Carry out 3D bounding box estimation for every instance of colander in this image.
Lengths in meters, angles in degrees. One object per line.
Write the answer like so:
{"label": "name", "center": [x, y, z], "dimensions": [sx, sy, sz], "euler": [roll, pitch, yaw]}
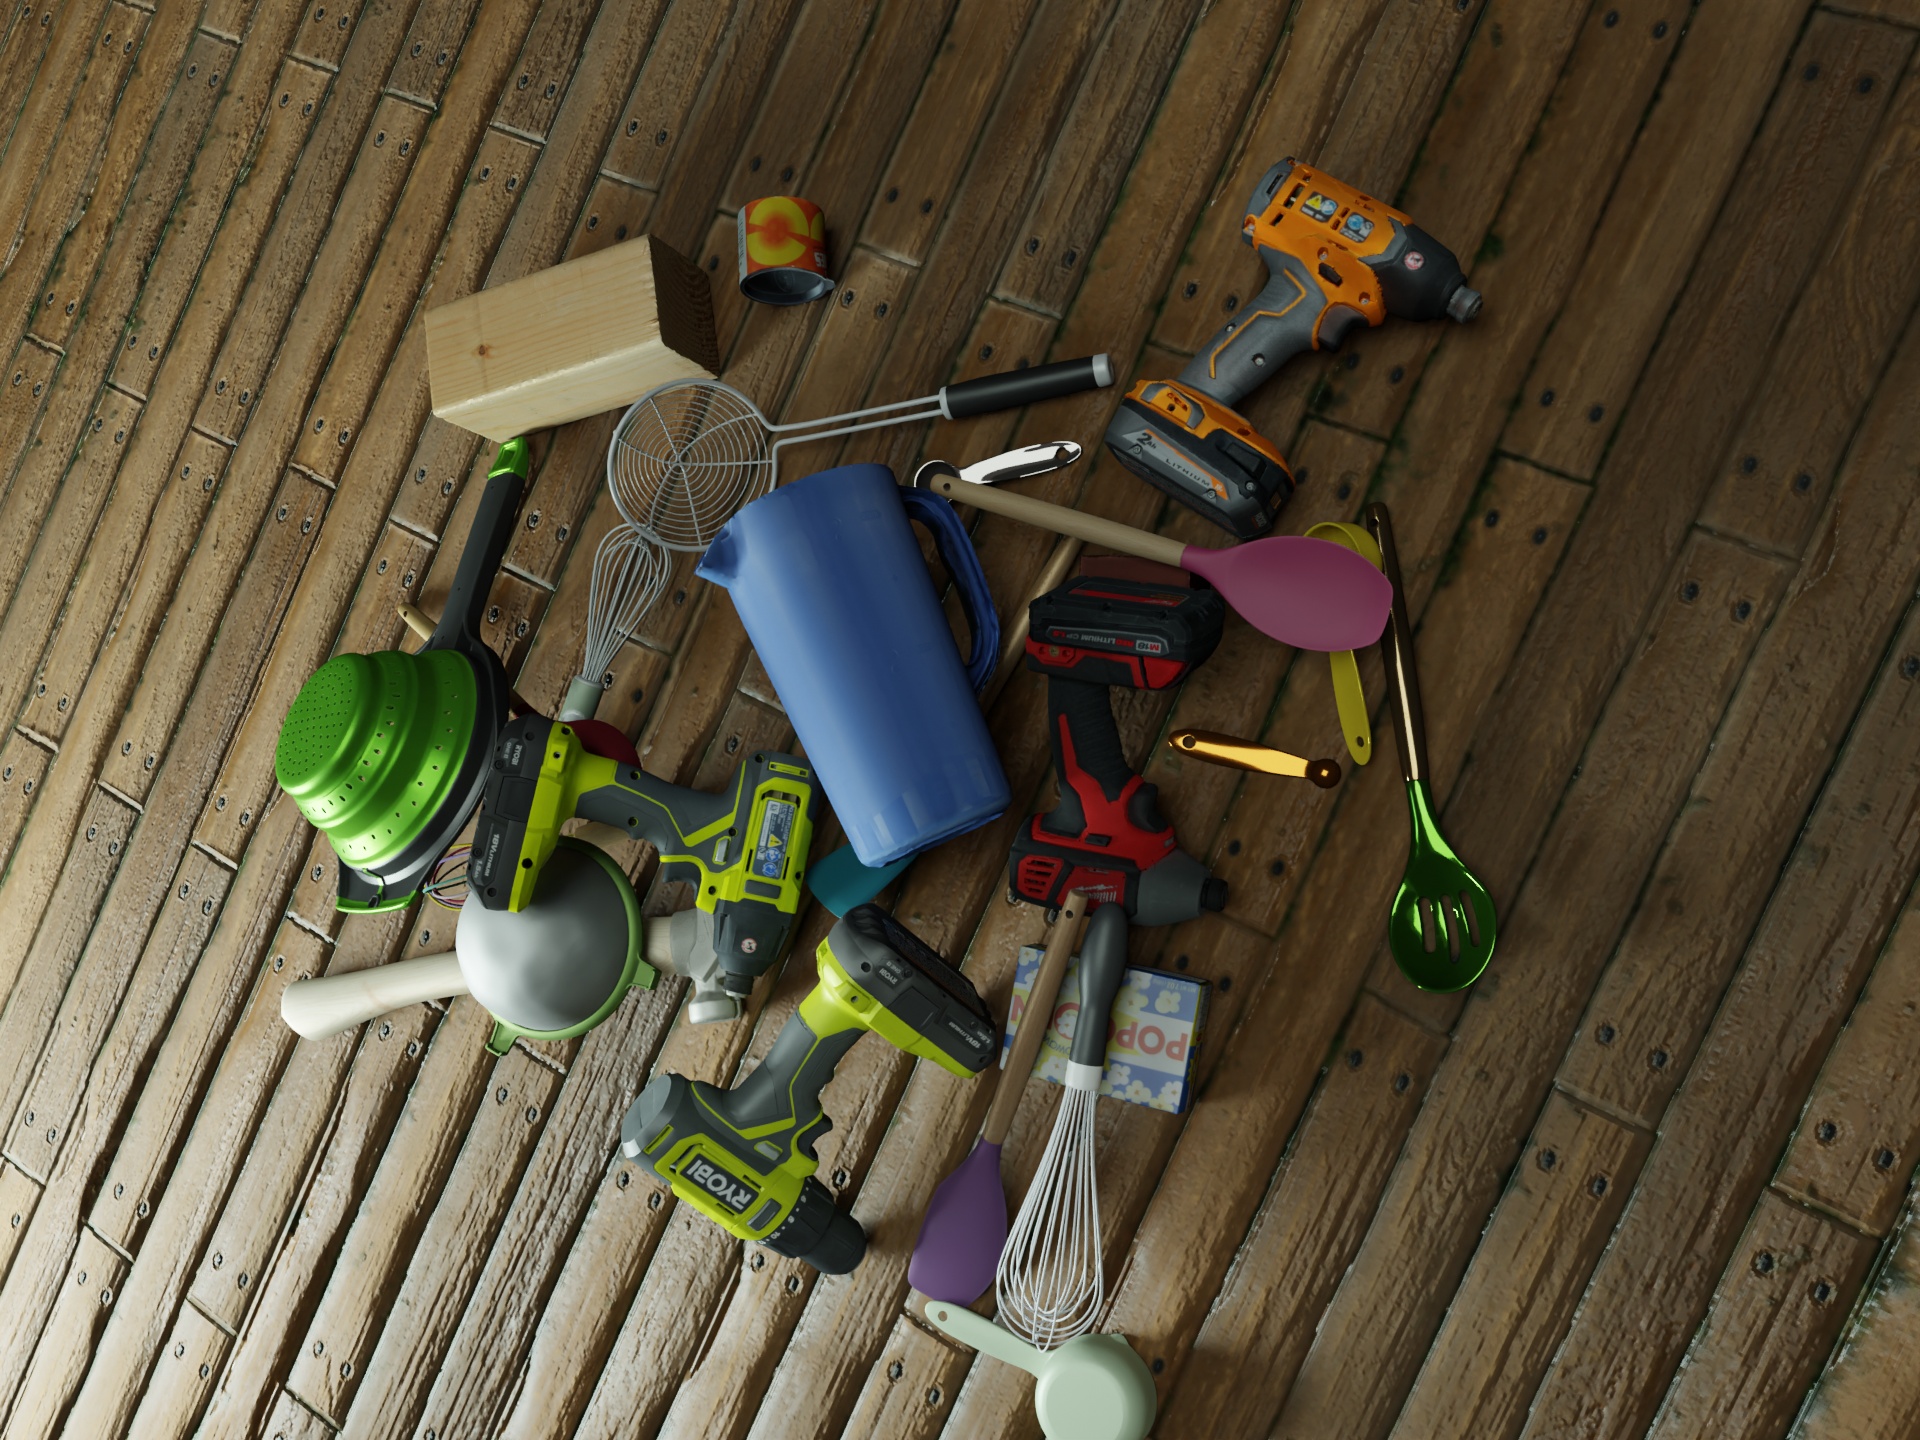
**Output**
{"label": "colander", "center": [-0.416, -0.058, 1.192], "dimensions": [0.204, 0.094, 0.397], "euler": [-8, 62, 40]}

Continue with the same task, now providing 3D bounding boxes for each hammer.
{"label": "hammer", "center": [-0.356, 0.182, 1.228], "dimensions": [0.410, 0.038, 0.146], "euler": [-11, 78, 20]}

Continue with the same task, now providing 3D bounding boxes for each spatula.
{"label": "spatula", "center": [-0.002, -0.004, 1.104], "dimensions": [0.317, 0.044, 0.082], "euler": [-60, 30, 2]}
{"label": "spatula", "center": [0.031, 0.252, 1.039], "dimensions": [0.060, 0.018, 0.315], "euler": [22, 107, 17]}

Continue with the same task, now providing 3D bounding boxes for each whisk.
{"label": "whisk", "center": [-0.282, -0.037, 1.221], "dimensions": [0.058, 0.059, 0.246], "euler": [21, 96, -5]}
{"label": "whisk", "center": [-0.310, 0.095, 1.217], "dimensions": [0.245, 0.051, 0.047], "euler": [-19, 72, 15]}
{"label": "whisk", "center": [0.072, 0.255, 1.003], "dimensions": [0.070, 0.070, 0.284], "euler": [9, 89, 22]}

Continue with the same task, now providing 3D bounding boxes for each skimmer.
{"label": "skimmer", "center": [-0.073, -0.206, 1.134], "dimensions": [0.363, 0.090, 0.127], "euler": [-8, 113, 18]}

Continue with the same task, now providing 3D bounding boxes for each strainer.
{"label": "strainer", "center": [-0.329, 0.109, 1.160], "dimensions": [0.151, 0.069, 0.256], "euler": [-25, 78, 14]}

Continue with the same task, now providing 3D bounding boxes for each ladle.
{"label": "ladle", "center": [-0.351, -0.020, 1.228], "dimensions": [0.316, 0.031, 0.069], "euler": [34, 104, 33]}

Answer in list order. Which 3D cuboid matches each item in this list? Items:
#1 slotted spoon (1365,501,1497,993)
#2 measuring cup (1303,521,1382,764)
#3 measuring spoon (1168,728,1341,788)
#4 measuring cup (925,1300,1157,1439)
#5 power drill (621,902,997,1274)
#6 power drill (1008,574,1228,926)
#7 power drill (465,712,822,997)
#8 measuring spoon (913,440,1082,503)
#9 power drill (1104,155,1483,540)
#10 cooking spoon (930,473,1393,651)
{"label": "slotted spoon", "center": [0.285, 0.013, 0.999], "dimensions": [0.070, 0.031, 0.314], "euler": [-15, 76, 37]}
{"label": "measuring cup", "center": [0.252, -0.050, 1.019], "dimensions": [0.062, 0.029, 0.156], "euler": [-7, 93, 55]}
{"label": "measuring spoon", "center": [0.191, 0.024, 1.043], "dimensions": [0.117, 0.011, 0.021], "euler": [13, 89, 22]}
{"label": "measuring cup", "center": [0.045, 0.423, 1.037], "dimensions": [0.168, 0.038, 0.083], "euler": [20, 91, 20]}
{"label": "power drill", "center": [-0.085, 0.254, 1.062], "dimensions": [0.190, 0.080, 0.228], "euler": [41, 95, -19]}
{"label": "power drill", "center": [0.106, 0.026, 1.015], "dimensions": [0.143, 0.078, 0.219], "euler": [10, 110, 23]}
{"label": "power drill", "center": [-0.219, 0.091, 1.105], "dimensions": [0.223, 0.080, 0.171], "euler": [13, 82, -10]}
{"label": "measuring spoon", "center": [0.027, -0.177, 1.134], "dimensions": [0.124, 0.018, 0.034], "euler": [-12, 81, 13]}
{"label": "power drill", "center": [0.216, -0.234, 1.029], "dimensions": [0.164, 0.084, 0.226], "euler": [35, 93, 21]}
{"label": "cooking spoon", "center": [0.121, -0.113, 1.025], "dimensions": [0.319, 0.017, 0.068], "euler": [20, 108, 22]}
